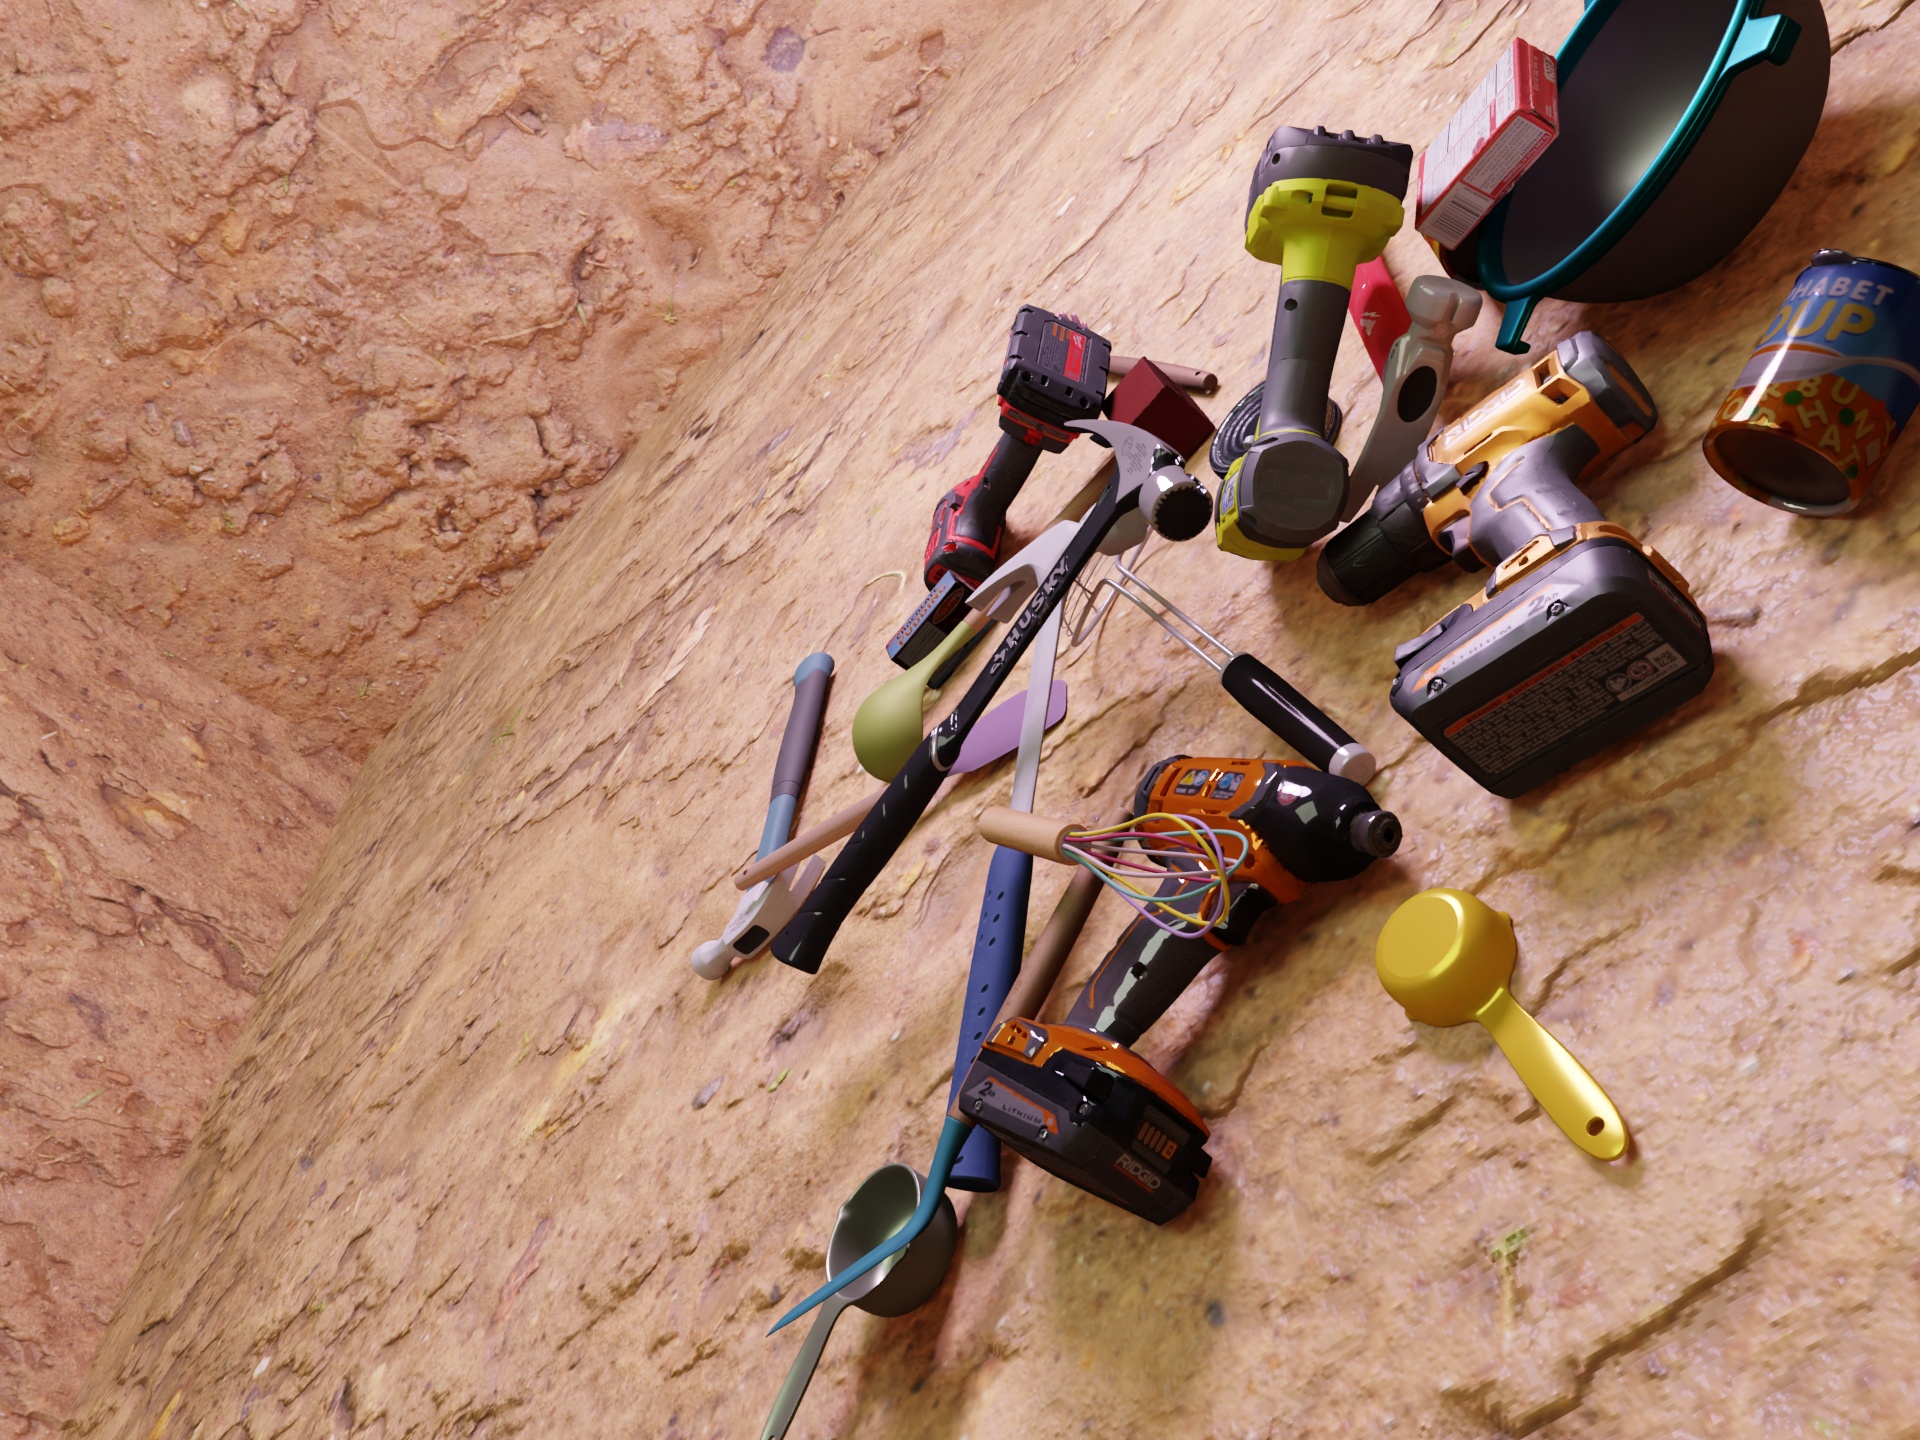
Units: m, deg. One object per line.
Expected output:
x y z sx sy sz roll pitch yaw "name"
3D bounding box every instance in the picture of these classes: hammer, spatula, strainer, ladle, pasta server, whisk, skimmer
0.254 -0.265 1.018 0.387 0.038 0.143 -82 7 -57 "hammer"
-0.049 0.053 1.159 0.316 0.018 0.060 -31 31 26 "spatula"
0.374 -0.339 0.839 0.211 0.095 0.341 124 166 -49 "strainer"
0.003 0.176 0.809 0.317 0.044 0.082 -60 -7 -15 "spatula"
0.031 0.064 0.923 0.144 0.035 0.406 -24 48 51 "hammer"
0.032 -0.083 1.215 0.320 0.062 0.078 -48 32 -3 "ladle"
0.129 -0.298 1.314 0.060 0.040 0.316 -43 25 -3 "pasta server"
0.065 0.059 0.776 0.051 0.047 0.245 -52 19 -13 "whisk"
-0.149 0.062 1.347 0.128 0.033 0.331 -38 29 34 "hammer"
0.153 -0.047 0.947 0.127 0.090 0.364 -60 33 13 "skimmer"
-0.002 -0.003 0.954 0.409 0.036 0.149 -55 29 20 "hammer"

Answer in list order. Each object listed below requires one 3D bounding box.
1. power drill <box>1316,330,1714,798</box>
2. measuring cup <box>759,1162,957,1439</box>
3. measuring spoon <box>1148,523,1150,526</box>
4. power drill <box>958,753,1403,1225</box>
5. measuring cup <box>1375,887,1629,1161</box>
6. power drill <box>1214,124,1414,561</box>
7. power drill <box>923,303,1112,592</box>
0.247 -0.068 0.752 0.185 0.084 0.226 -38 25 35 "power drill"
-0.055 0.317 0.836 0.083 0.038 0.168 2 61 62 "measuring cup"
0.137 -0.149 1.132 0.021 0.011 0.117 -54 24 0 "measuring spoon"
0.110 0.115 0.755 0.226 0.084 0.164 -57 24 -17 "power drill"
0.211 0.117 0.626 0.062 0.029 0.157 -49 23 11 "measuring cup"
0.189 -0.204 0.906 0.171 0.080 0.223 -7 -73 -88 "power drill"
0.037 -0.209 1.263 0.143 0.078 0.219 -78 14 -48 "power drill"
